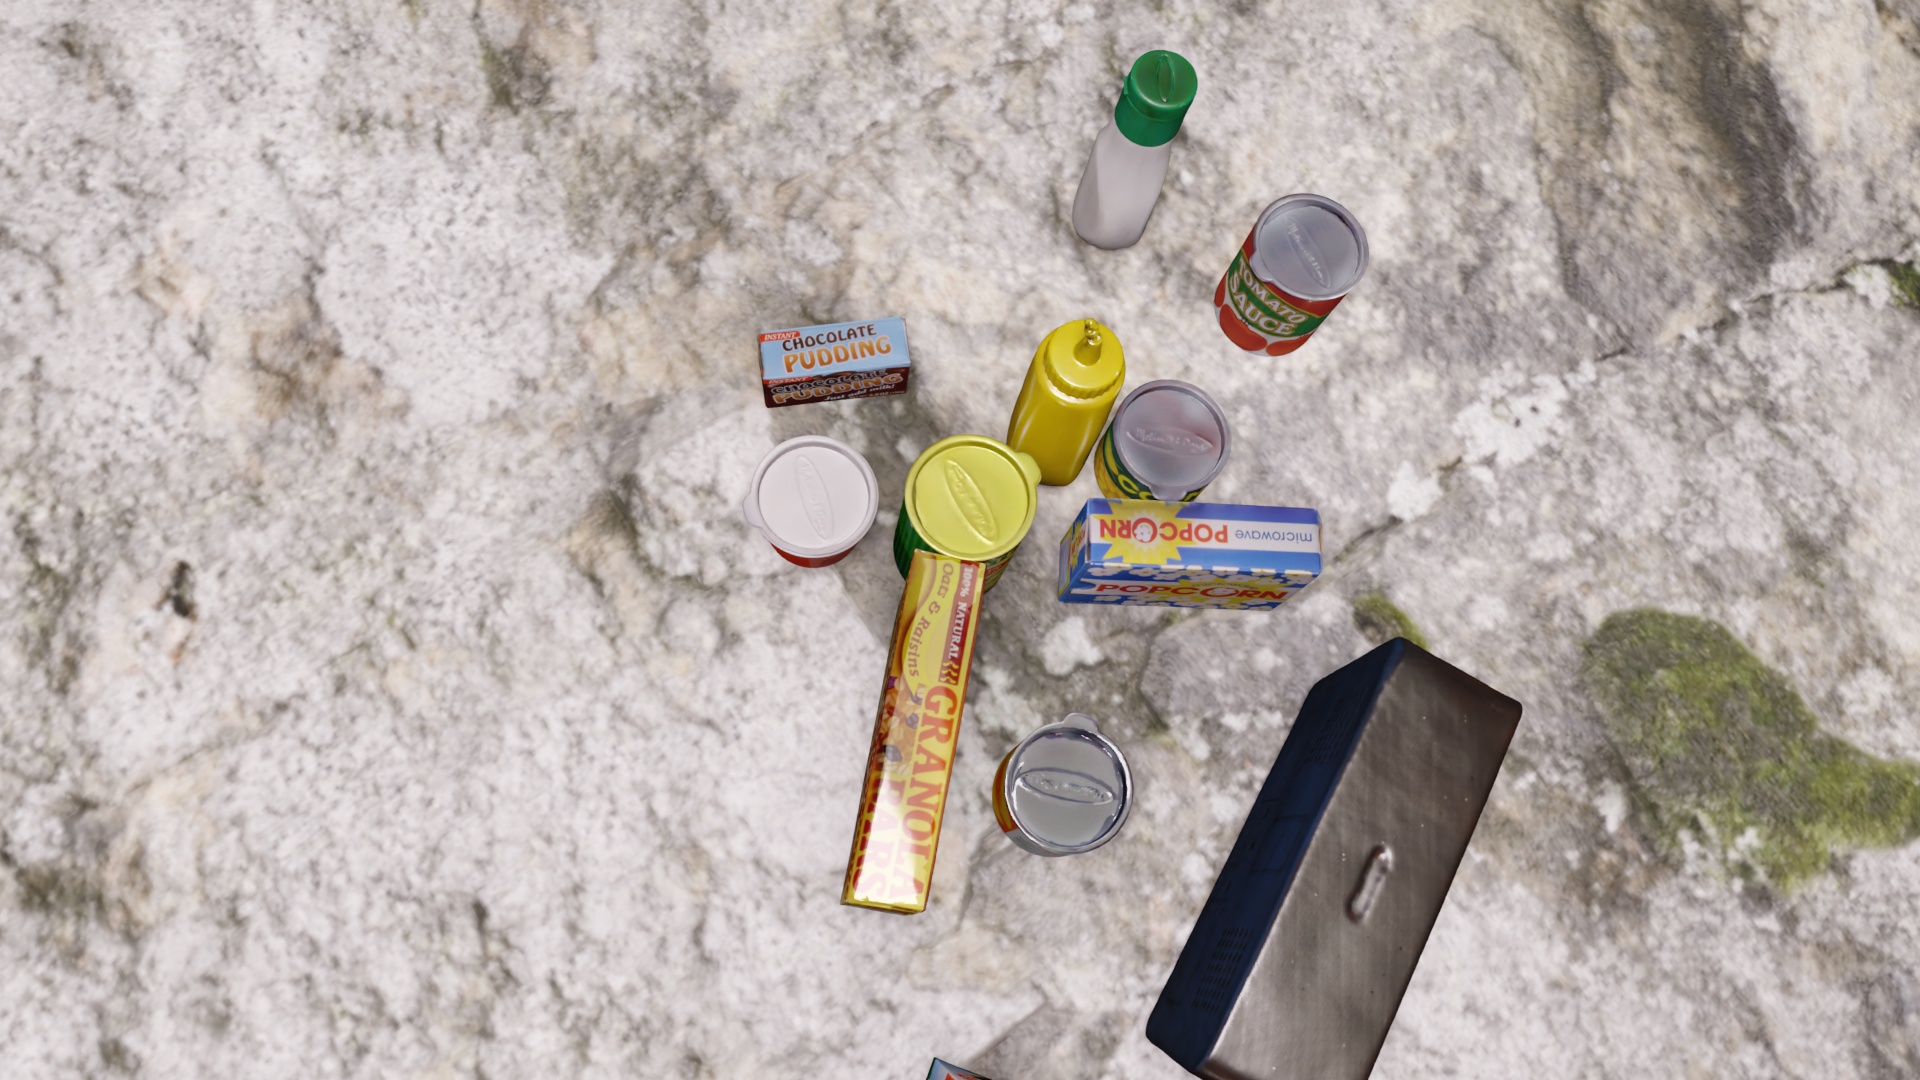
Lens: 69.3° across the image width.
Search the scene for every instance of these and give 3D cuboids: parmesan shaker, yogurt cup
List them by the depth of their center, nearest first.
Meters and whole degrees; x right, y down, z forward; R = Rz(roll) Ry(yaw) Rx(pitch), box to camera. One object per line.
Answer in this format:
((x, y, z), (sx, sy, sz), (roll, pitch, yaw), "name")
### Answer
((0.003, -0.009, 0.738), (0.071, 0.102, 0.071), (2, 74, -6), "parmesan shaker")
((-0.080, -0.017, 0.757), (0.072, 0.053, 0.072), (2, 74, -6), "yogurt cup")

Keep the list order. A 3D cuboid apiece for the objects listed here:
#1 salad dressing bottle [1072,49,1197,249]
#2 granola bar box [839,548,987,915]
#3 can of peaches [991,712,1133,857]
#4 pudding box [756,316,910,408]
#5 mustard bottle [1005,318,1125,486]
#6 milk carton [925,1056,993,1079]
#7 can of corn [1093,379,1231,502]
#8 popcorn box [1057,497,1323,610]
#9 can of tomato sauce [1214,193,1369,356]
((0.097, -0.218, 0.786), (0.044, 0.147, 0.064), (3, 74, -5), "salad dressing bottle")
((-0.024, 0.100, 0.692), (0.039, 0.124, 0.166), (11, 73, -3), "granola bar box")
((0.053, 0.129, 0.726), (0.071, 0.058, 0.071), (2, 74, -6), "can of peaches")
((-0.071, -0.100, 0.784), (0.084, 0.049, 0.030), (-7, 75, -8), "pudding box")
((0.057, -0.078, 0.734), (0.049, 0.159, 0.065), (15, 73, -2), "mustard bottle")
((0.017, 0.283, 0.608), (0.072, 0.190, 0.073), (22, 73, 0), "milk carton")
((0.112, -0.047, 0.784), (0.071, 0.058, 0.071), (2, 74, -6), "can of corn")
((0.122, 0.009, 0.755), (0.127, 0.085, 0.038), (3, 74, -5), "popcorn box")
((0.189, -0.152, 0.810), (0.071, 0.083, 0.071), (2, 74, -6), "can of tomato sauce")
